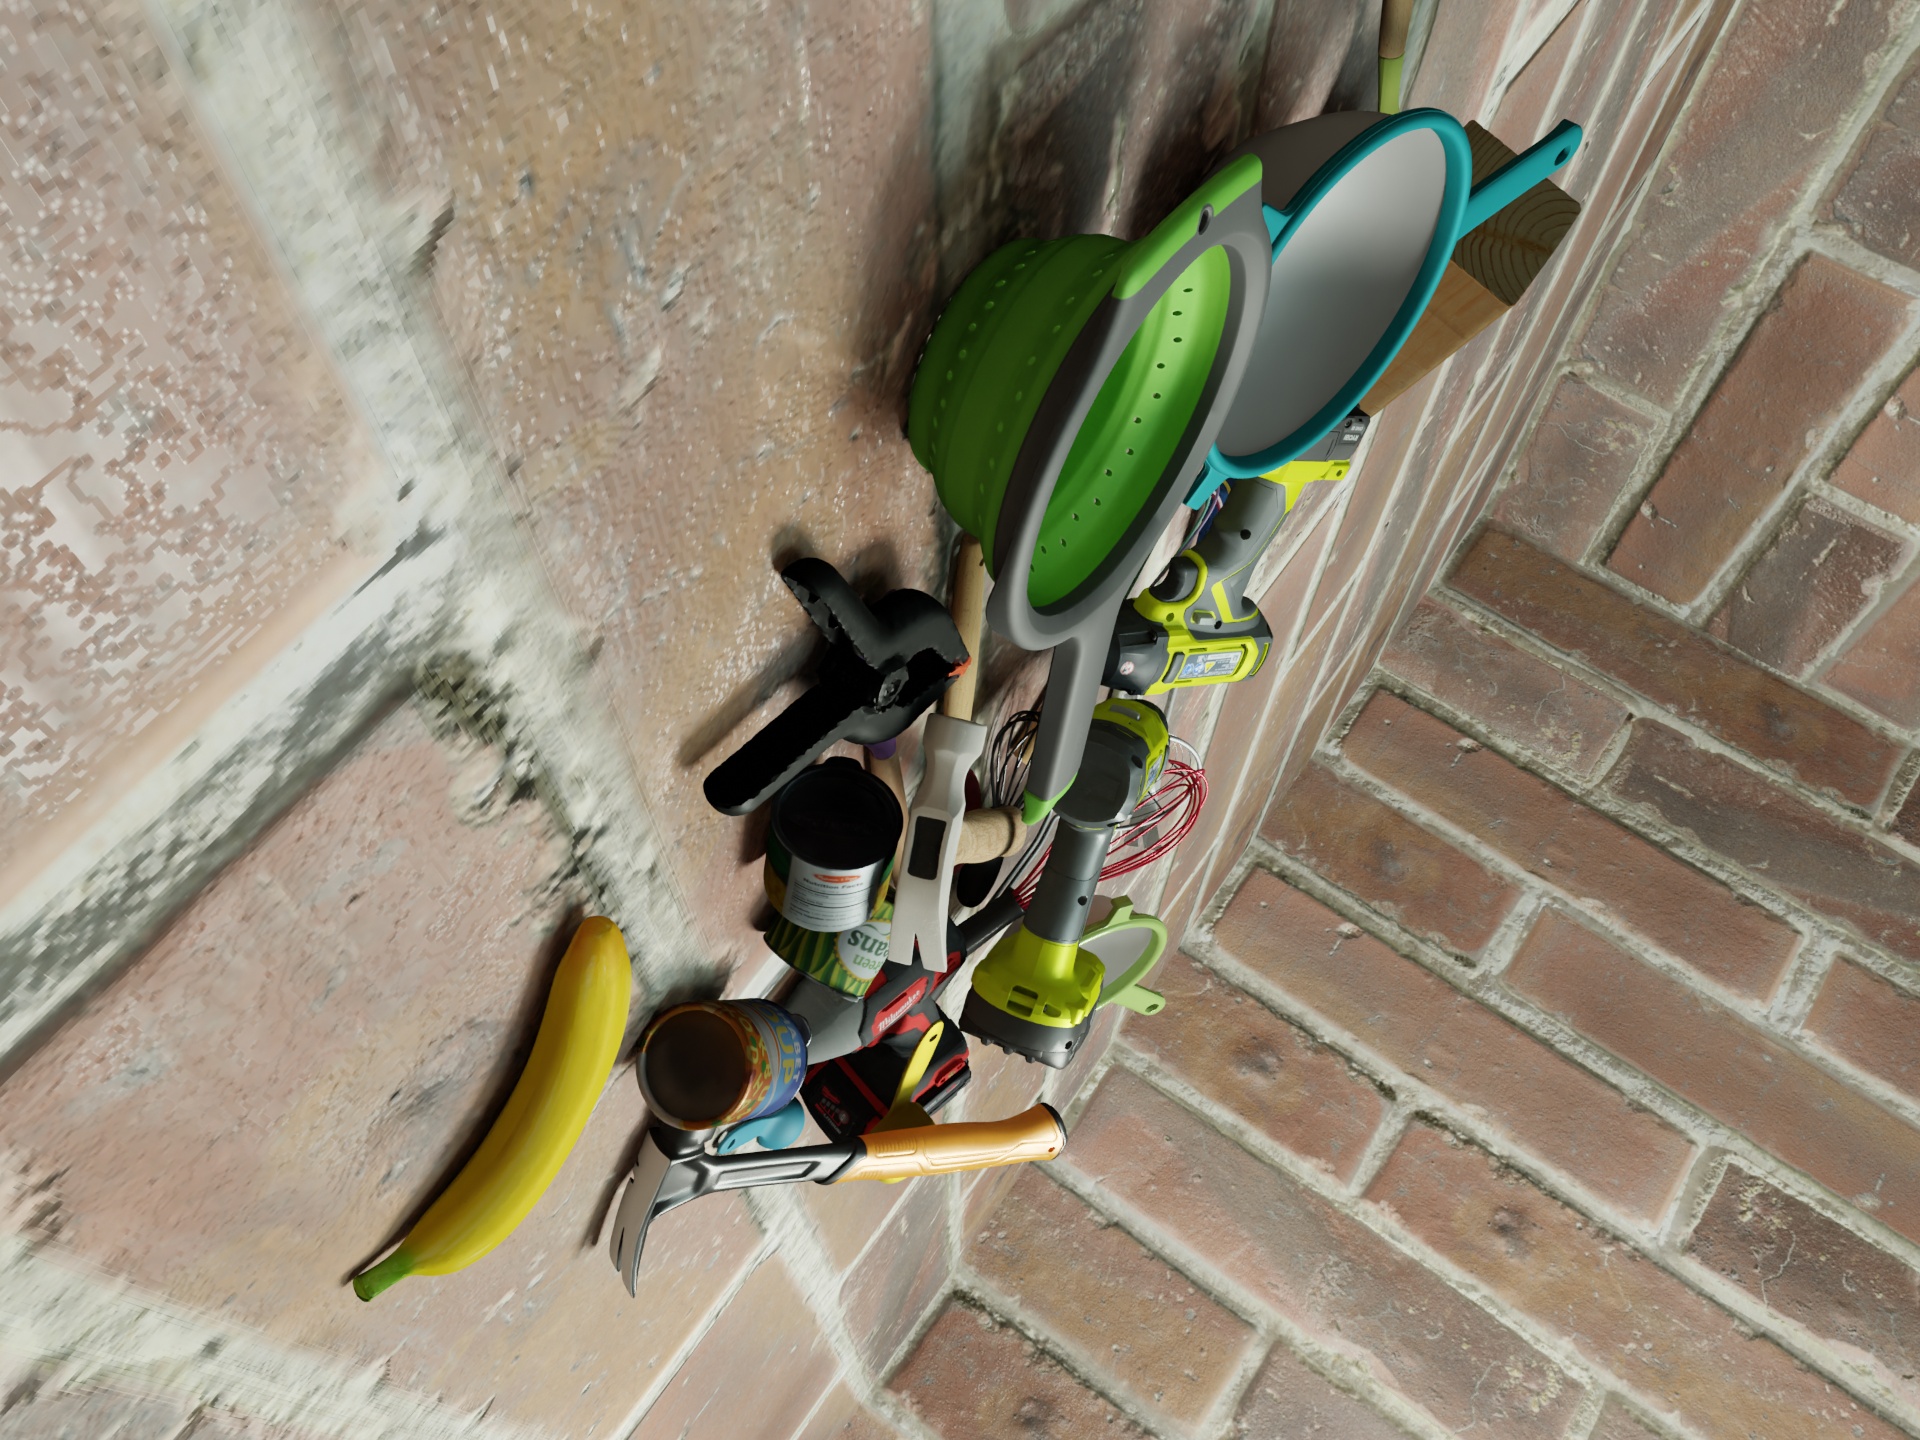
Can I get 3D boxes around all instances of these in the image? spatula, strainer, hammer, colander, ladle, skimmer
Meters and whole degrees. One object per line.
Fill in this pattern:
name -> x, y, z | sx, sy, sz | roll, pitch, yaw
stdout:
spatula -> -0.043, 0.029, 0.889 | 0.060, 0.018, 0.315 | -49, 160, -21
strainer -> 0.216, -0.276, 0.881 | 0.340, 0.095, 0.210 | -37, 152, -26
hammer -> 0.186, -0.049, 1.330 | 0.405, 0.035, 0.144 | 97, 4, -50
hammer -> -0.062, 0.287, 1.021 | 0.336, 0.034, 0.127 | 6, 115, -41
colander -> 0.035, -0.089, 0.750 | 0.204, 0.094, 0.396 | -47, 159, -34
hammer -> 0.007, 0.070, 0.929 | 0.331, 0.031, 0.130 | 21, 82, -81
ladle -> -0.001, -0.003, 0.942 | 0.069, 0.031, 0.315 | -59, 165, -32
skimmer -> 0.055, 0.149, 1.277 | 0.363, 0.090, 0.127 | -51, 140, -15
ladle -> 0.230, -0.396, 0.877 | 0.078, 0.062, 0.319 | -49, 155, -20
strainer -> 0.103, 0.192, 1.282 | 0.151, 0.069, 0.256 | -38, 150, 11

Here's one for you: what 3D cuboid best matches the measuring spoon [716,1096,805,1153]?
measuring spoon -> -0.135, 0.289, 1.101 | 0.042, 0.021, 0.128 | -58, 165, 3

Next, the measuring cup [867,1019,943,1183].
measuring cup -> -0.028, 0.257, 1.064 | 0.062, 0.029, 0.156 | -22, 144, -39

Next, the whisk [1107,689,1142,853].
whisk -> 0.128, 0.043, 1.388 | 0.246, 0.058, 0.059 | 99, -7, -48

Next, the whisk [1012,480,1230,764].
whisk -> 0.114, -0.071, 1.127 | 0.245, 0.047, 0.051 | -55, 165, 5

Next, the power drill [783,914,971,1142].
power drill -> -0.061, 0.213, 1.072 | 0.143, 0.079, 0.219 | -37, 153, -20

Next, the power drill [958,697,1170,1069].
power drill -> 0.080, 0.094, 1.047 | 0.190, 0.080, 0.228 | -32, 139, -71

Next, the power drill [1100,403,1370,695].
power drill -> 0.161, -0.118, 1.042 | 0.171, 0.080, 0.223 | -6, 129, -36

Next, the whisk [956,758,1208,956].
whisk -> 0.058, 0.121, 1.169 | 0.296, 0.073, 0.073 | -37, 167, 10

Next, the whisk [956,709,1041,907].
whisk -> 0.033, 0.069, 1.146 | 0.055, 0.055, 0.238 | -45, 164, -37
